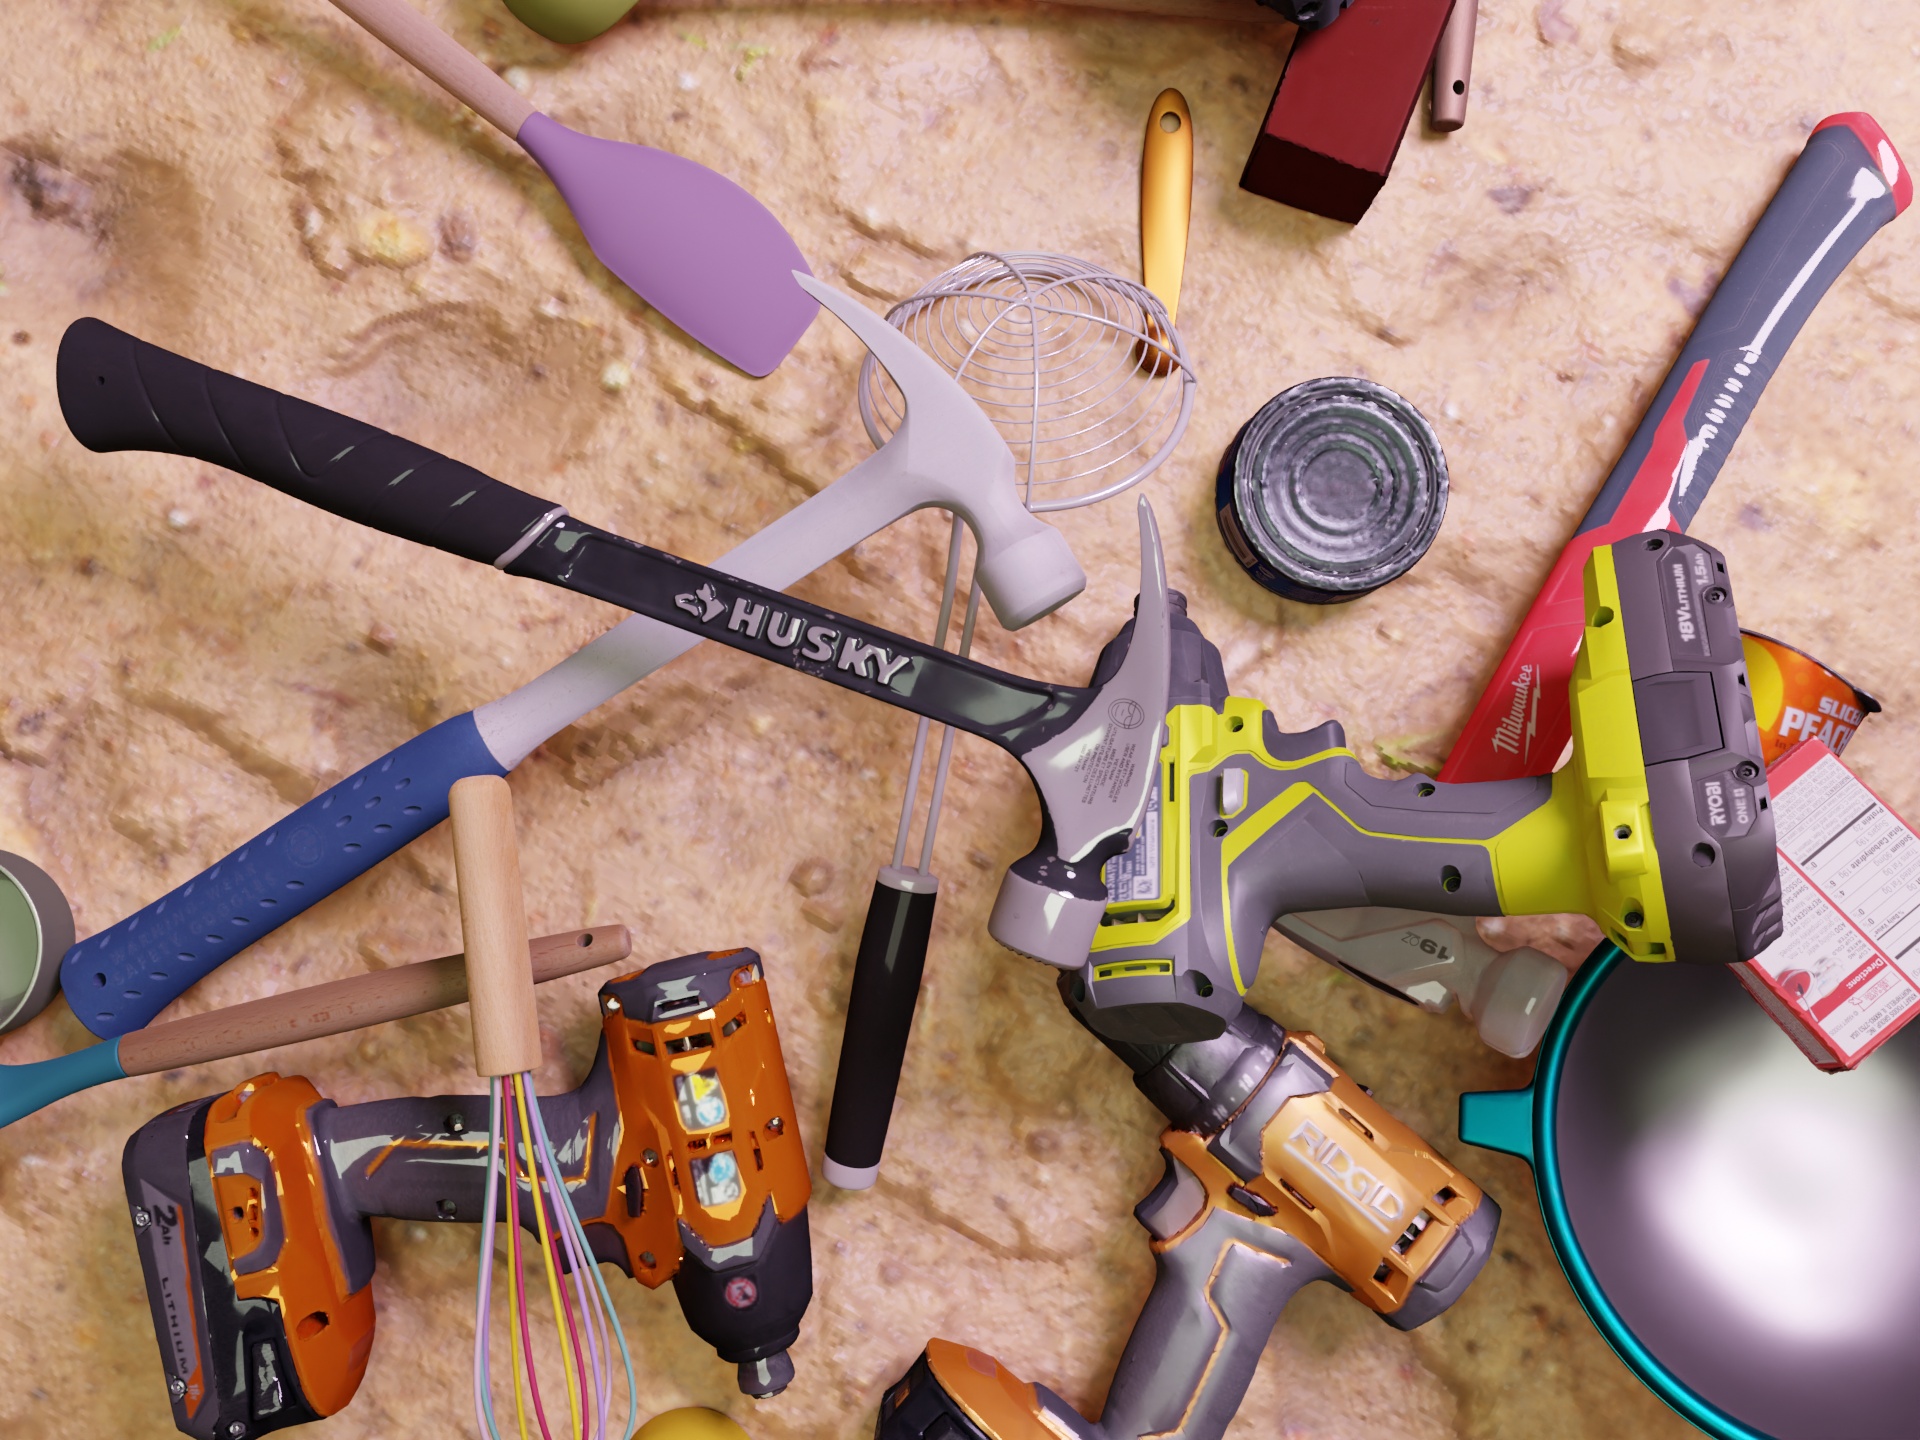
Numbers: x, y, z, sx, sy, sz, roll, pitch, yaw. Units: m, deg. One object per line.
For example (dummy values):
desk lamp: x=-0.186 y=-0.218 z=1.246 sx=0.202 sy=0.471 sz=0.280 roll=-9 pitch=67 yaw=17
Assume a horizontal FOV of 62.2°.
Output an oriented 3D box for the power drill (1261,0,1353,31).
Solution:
power drill: x=0.080 y=-0.365 z=0.588 sx=0.220 sy=0.078 sz=0.143 roll=39 pitch=85 yaw=21

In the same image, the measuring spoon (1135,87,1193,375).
measuring spoon: x=0.082 y=-0.196 z=0.634 sx=0.021 sy=0.011 sz=0.117 roll=3 pitch=88 yaw=0

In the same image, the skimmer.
skimmer: x=-0.001 y=-0.002 z=0.617 sx=0.127 sy=0.090 sz=0.363 roll=13 pitch=98 yaw=11

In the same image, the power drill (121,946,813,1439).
power drill: x=-0.167 y=0.188 z=0.585 sx=0.226 sy=0.084 sz=0.164 roll=-13 pitch=88 yaw=-5

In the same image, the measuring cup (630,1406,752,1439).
measuring cup: x=-0.117 y=0.343 z=0.602 sx=0.062 sy=0.029 sz=0.156 roll=15 pitch=86 yaw=0

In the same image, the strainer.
strainer: x=0.360 y=0.117 z=0.575 sx=0.340 sy=0.095 sz=0.211 roll=-40 pitch=69 yaw=-3

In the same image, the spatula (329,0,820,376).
spatula: x=-0.188 y=-0.249 z=0.618 sx=0.316 sy=0.018 sz=0.060 roll=36 pitch=87 yaw=-7

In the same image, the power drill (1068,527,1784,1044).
power drill: x=0.146 y=0.015 z=0.543 sx=0.223 sy=0.080 sz=0.171 roll=-9 pitch=60 yaw=24

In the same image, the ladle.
ladle: x=-0.028 y=-0.297 z=0.630 sx=0.320 sy=0.062 sz=0.078 roll=3 pitch=95 yaw=-7

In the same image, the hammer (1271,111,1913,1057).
hammer: x=0.238 y=-0.073 z=0.607 sx=0.143 sy=0.038 sz=0.386 roll=27 pitch=80 yaw=30

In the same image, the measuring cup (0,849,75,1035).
measuring cup: x=-0.423 y=0.095 z=0.609 sx=0.167 sy=0.038 sz=0.083 roll=-12 pitch=88 yaw=1

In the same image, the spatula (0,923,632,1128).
spatula: x=-0.276 y=0.111 z=0.564 sx=0.317 sy=0.044 sz=0.082 roll=-13 pitch=56 yaw=-2

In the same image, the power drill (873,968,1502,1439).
power drill: x=0.061 y=0.204 z=0.587 sx=0.185 sy=0.084 sz=0.226 roll=41 pitch=84 yaw=3

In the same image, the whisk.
whisk: x=-0.146 y=0.139 z=0.533 sx=0.051 sy=0.047 sz=0.245 roll=-7 pitch=84 yaw=-8

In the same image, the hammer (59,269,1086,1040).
hammer: x=-0.163 y=-0.004 z=0.576 sx=0.405 sy=0.035 sz=0.144 roll=-31 pitch=86 yaw=10

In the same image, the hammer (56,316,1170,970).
hammer: x=-0.124 y=-0.059 z=0.531 sx=0.409 sy=0.036 sz=0.149 roll=20 pitch=94 yaw=9

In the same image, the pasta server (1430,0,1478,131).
pasta server: x=0.209 y=-0.394 z=0.631 sx=0.060 sy=0.040 sz=0.316 roll=5 pitch=89 yaw=-11
